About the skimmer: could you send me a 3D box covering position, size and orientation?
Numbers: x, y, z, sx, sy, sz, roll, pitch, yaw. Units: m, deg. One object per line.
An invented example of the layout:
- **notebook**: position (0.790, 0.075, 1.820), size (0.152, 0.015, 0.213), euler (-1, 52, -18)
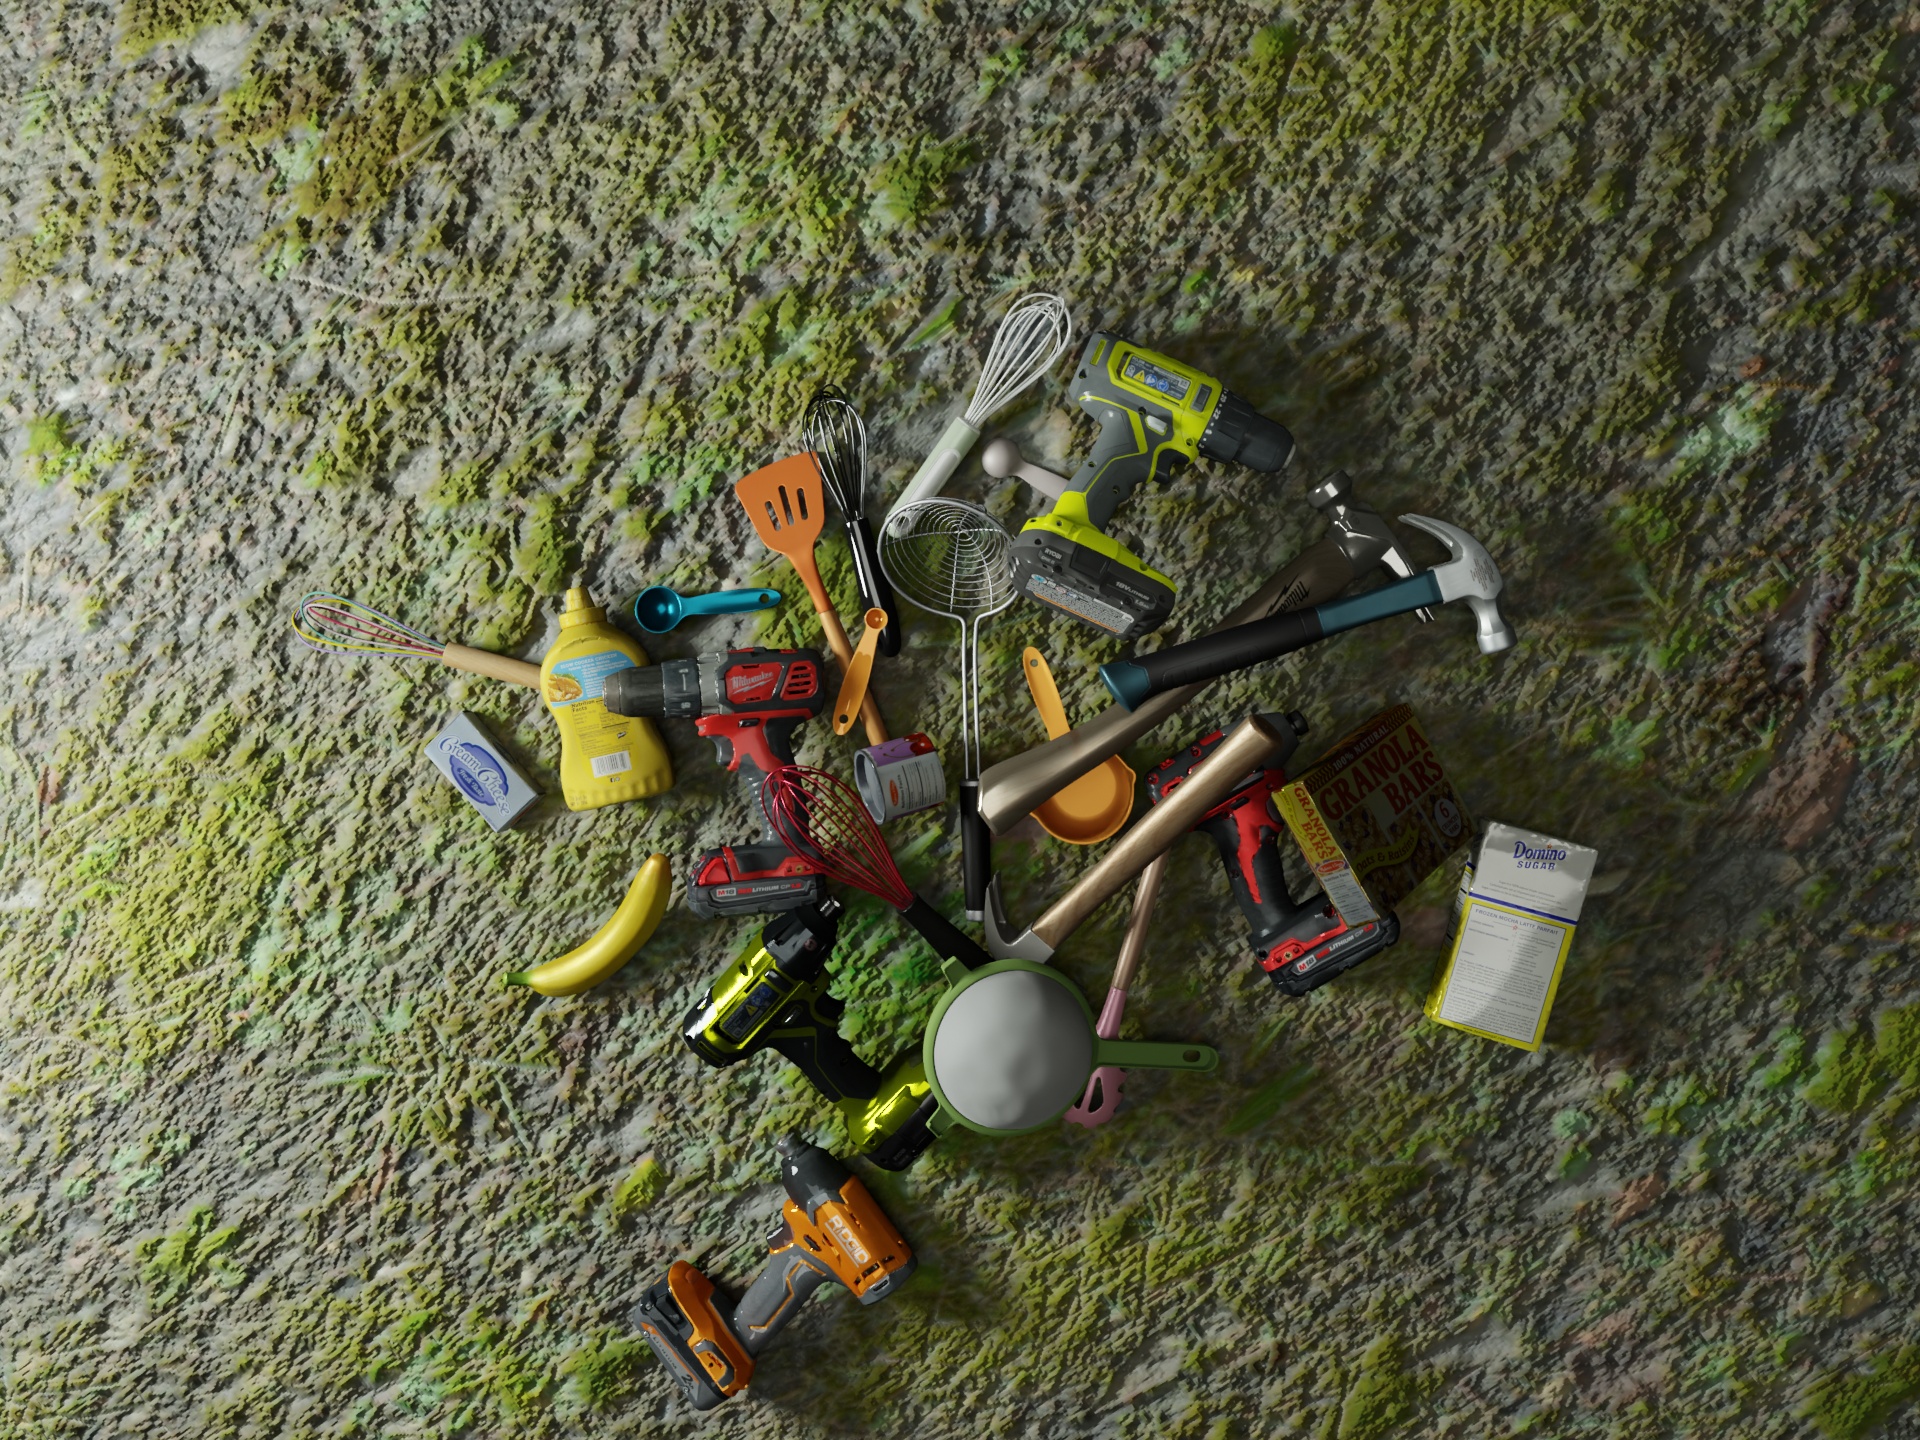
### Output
- **skimmer**: position (-0.002, -0.004, 1.340), size (0.127, 0.090, 0.363), euler (0, 95, 20)

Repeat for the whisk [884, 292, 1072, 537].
- **whisk**: position (0.012, -0.256, 1.345), size (0.057, 0.059, 0.246), euler (31, 103, -24)

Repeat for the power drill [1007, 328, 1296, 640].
- **power drill**: position (0.153, -0.186, 1.290), size (0.190, 0.080, 0.228), euler (25, 75, 0)

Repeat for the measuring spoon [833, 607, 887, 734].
- **measuring spoon**: position (-0.087, -0.042, 1.364), size (0.021, 0.011, 0.117), euler (19, 103, -1)

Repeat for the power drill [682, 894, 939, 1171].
- **power drill**: position (-0.097, 0.263, 1.344), size (0.223, 0.080, 0.171), euler (40, 98, -16)

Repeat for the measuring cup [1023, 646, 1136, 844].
- **measuring cup**: position (0.090, 0.019, 1.352), size (0.095, 0.052, 0.173), euler (-20, 90, 8)

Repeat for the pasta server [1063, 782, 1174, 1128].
- **pasta server**: position (0.145, 0.204, 1.373), size (0.060, 0.040, 0.316), euler (16, 92, 6)

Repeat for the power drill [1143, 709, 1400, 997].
- **power drill**: position (0.265, 0.103, 1.318), size (0.143, 0.078, 0.219), euler (-31, 91, 5)

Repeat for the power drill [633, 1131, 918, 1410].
- **power drill**: position (-0.173, 0.480, 1.405), size (0.226, 0.084, 0.164), euler (-37, 88, 4)

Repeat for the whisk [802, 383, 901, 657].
- **whisk**: position (-0.087, -0.170, 1.363), size (0.055, 0.055, 0.239), euler (-14, 97, 8)

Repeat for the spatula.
- **spatula**: position (-0.105, -0.074, 1.385), size (0.081, 0.041, 0.322), euler (-21, 95, 8)

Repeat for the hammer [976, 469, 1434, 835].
- **hammer**: position (0.192, -0.030, 1.307), size (0.410, 0.038, 0.146), euler (-36, 90, -2)

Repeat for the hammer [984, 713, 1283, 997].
- **hammer**: position (0.137, 0.109, 1.298), size (0.130, 0.031, 0.331), euler (41, 121, -2)

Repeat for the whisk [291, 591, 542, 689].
- **whisk**: position (-0.478, -0.069, 1.423), size (0.245, 0.047, 0.051), euler (15, 108, 1)

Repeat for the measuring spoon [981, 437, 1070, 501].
- **measuring spoon**: position (0.073, -0.203, 1.354), size (0.124, 0.018, 0.034), euler (28, 97, 4)

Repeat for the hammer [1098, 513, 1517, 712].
- **hammer**: position (0.274, -0.073, 1.277), size (0.331, 0.033, 0.128), euler (-17, 91, -2)

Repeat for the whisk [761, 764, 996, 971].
- **whisk**: position (-0.057, 0.140, 1.334), size (0.073, 0.073, 0.295), euler (-40, 114, 8)

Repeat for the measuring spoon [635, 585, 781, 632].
- **measuring spoon**: position (-0.221, -0.101, 1.402), size (0.128, 0.021, 0.042), euler (-6, 87, -2)

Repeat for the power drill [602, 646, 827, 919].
- **power drill**: position (-0.204, 0.051, 1.357), size (0.188, 0.080, 0.227), euler (-4, 92, -12)

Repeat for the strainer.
- **strainer**: position (0.100, 0.281, 1.314), size (0.256, 0.069, 0.151), euler (5, 93, -12)
